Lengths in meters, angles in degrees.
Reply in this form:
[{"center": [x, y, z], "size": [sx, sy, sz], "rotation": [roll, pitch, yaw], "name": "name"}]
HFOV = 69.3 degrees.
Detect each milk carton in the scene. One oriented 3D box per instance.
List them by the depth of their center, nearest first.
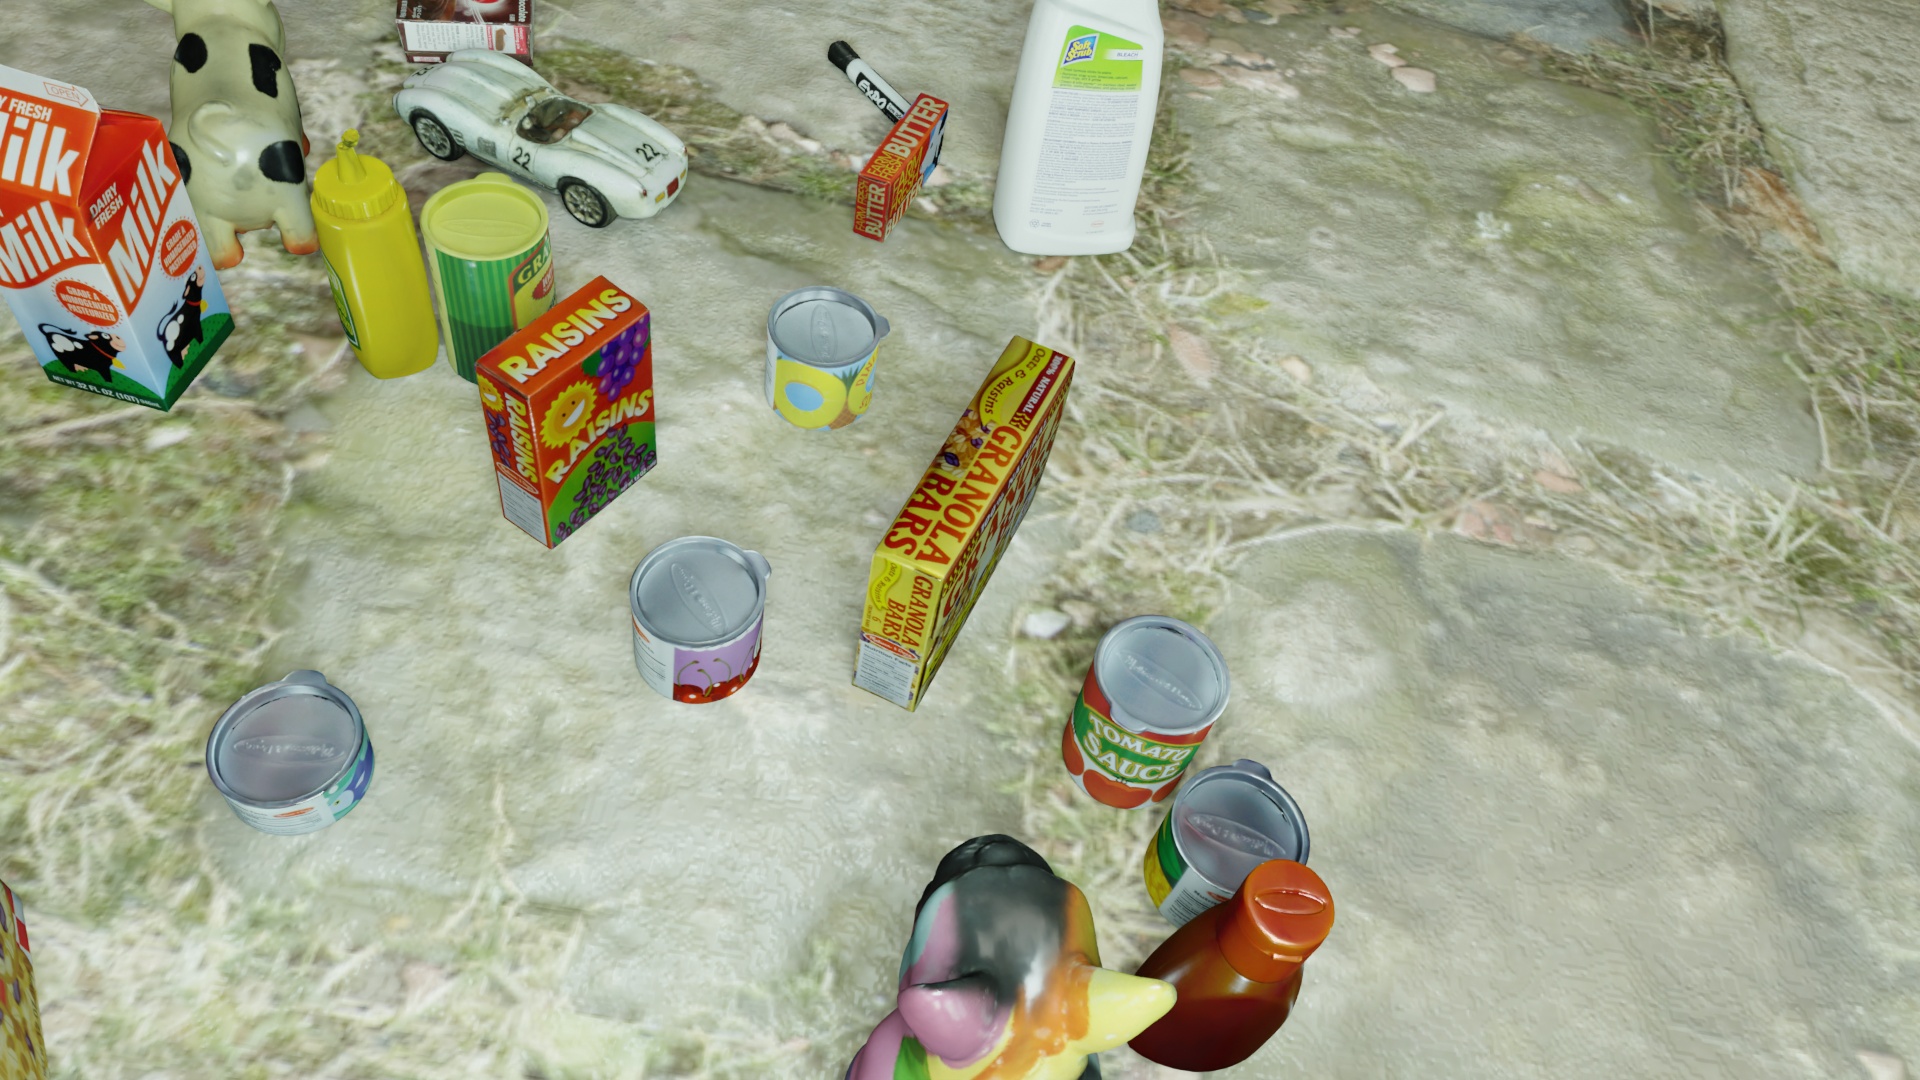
[{"center": [-0.447, -0.161, 0.712], "size": [0.072, 0.189, 0.074], "rotation": [15, 52, 1], "name": "milk carton"}]

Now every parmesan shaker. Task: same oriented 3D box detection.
[{"center": [-0.264, -0.146, 0.790], "size": [0.071, 0.102, 0.071], "rotation": [5, 53, -7], "name": "parmesan shaker"}]

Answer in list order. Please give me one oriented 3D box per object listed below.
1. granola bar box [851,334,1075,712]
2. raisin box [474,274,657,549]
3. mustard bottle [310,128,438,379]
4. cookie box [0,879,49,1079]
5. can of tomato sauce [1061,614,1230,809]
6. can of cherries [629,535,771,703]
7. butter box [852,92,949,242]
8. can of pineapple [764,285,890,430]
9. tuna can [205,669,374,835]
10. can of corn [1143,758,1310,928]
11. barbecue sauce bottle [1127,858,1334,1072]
[{"center": [0.003, -0.009, 0.723], "size": [0.039, 0.123, 0.166], "rotation": [25, 53, 8], "name": "granola bar box"}, {"center": [-0.203, -0.066, 0.728], "size": [0.040, 0.122, 0.086], "rotation": [34, 55, 15], "name": "raisin box"}, {"center": [-0.321, -0.159, 0.753], "size": [0.049, 0.159, 0.065], "rotation": [-22, 61, -24], "name": "mustard bottle"}, {"center": [-0.383, 0.157, 0.499], "size": [0.040, 0.166, 0.123], "rotation": [-18, 59, -22], "name": "cookie box"}, {"center": [0.090, 0.088, 0.691], "size": [0.071, 0.082, 0.071], "rotation": [5, 53, -7], "name": "can of tomato sauce"}, {"center": [-0.130, 0.040, 0.703], "size": [0.071, 0.058, 0.072], "rotation": [5, 53, -7], "name": "can of cherries"}, {"center": [-0.040, -0.254, 0.944], "size": [0.024, 0.052, 0.104], "rotation": [23, 53, 7], "name": "butter box"}, {"center": [-0.081, -0.107, 0.823], "size": [0.071, 0.057, 0.071], "rotation": [5, 53, -7], "name": "can of pineapple"}, {"center": [-0.308, 0.098, 0.642], "size": [0.071, 0.032, 0.071], "rotation": [5, 53, -7], "name": "tuna can"}, {"center": [0.127, 0.149, 0.668], "size": [0.071, 0.058, 0.071], "rotation": [5, 53, -7], "name": "can of corn"}, {"center": [0.115, 0.181, 0.585], "size": [0.065, 0.147, 0.044], "rotation": [8, 53, -5], "name": "barbecue sauce bottle"}]
